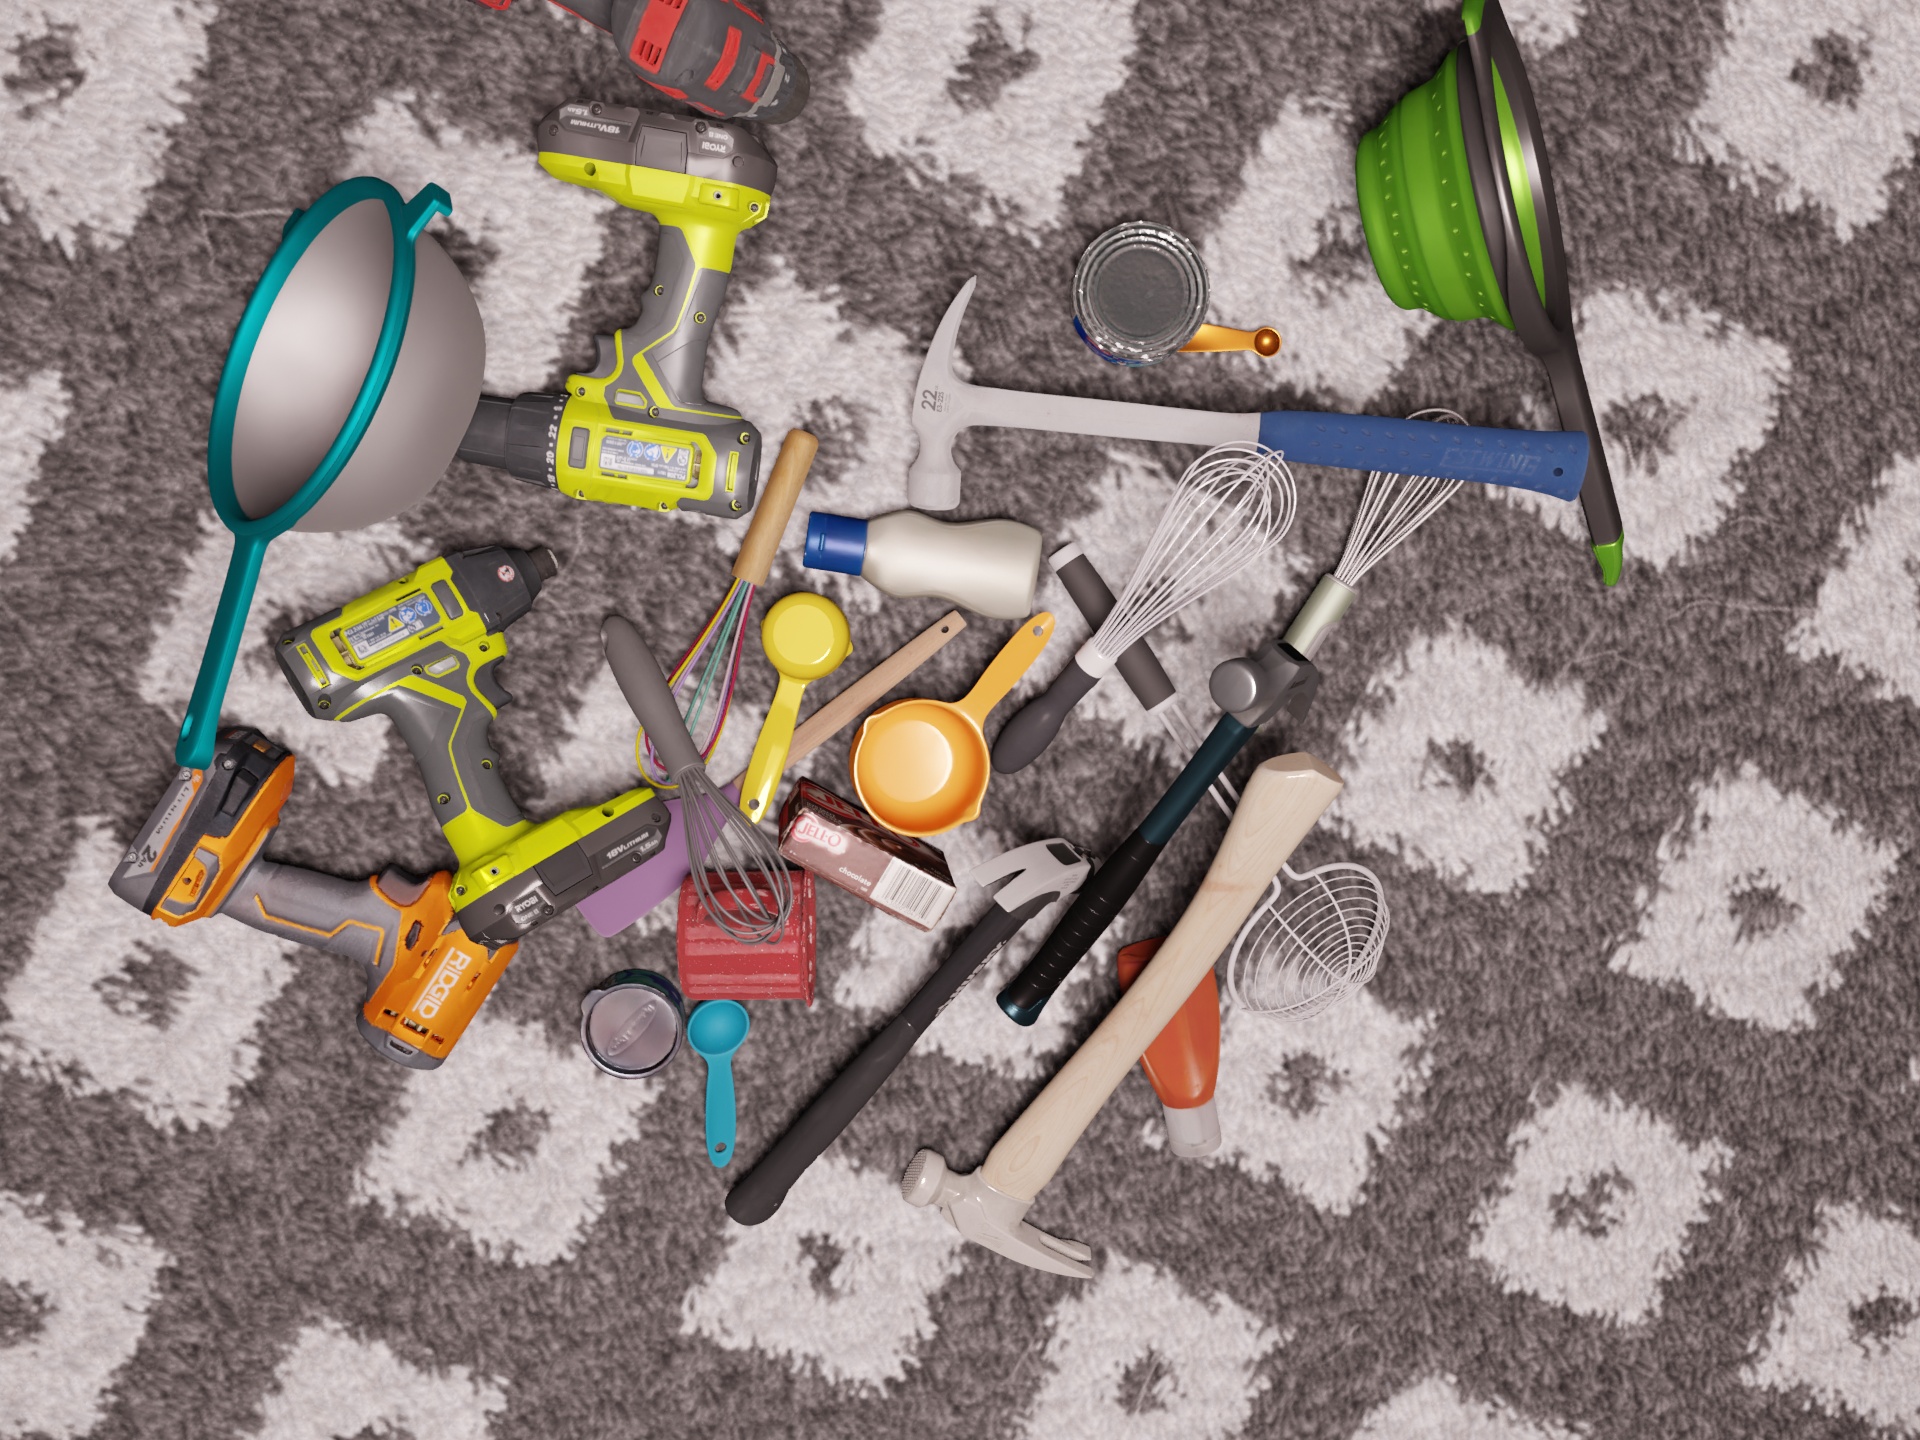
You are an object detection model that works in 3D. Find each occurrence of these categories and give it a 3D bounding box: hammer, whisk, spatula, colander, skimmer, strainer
[{"bbox_3d":[0.124,0.196,1.033,0.146,0.038,0.410,29,111,-10],"label":"hammer"},{"bbox_3d":[0.103,-0.061,0.984,0.070,0.070,0.284,34,120,-11],"label":"whisk"},{"bbox_3d":[-0.125,0.028,1.038,0.316,0.018,0.060,-37,89,1],"label":"spatula"},{"bbox_3d":[-0.146,-0.070,1.007,0.047,0.051,0.245,22,94,-4],"label":"whisk"},{"bbox_3d":[0.332,-0.249,1.000,0.094,0.205,0.396,-10,121,30],"label":"colander"},{"bbox_3d":[-0.042,0.207,1.036,0.035,0.146,0.334,45,102,19],"label":"hammer"},{"bbox_3d":[0.113,0.079,0.991,0.033,0.128,0.331,45,123,20],"label":"hammer"},{"bbox_3d":[0.172,-0.182,0.971,0.405,0.035,0.144,7,111,5],"label":"hammer"},{"bbox_3d":[-0.164,0.032,0.960,0.055,0.055,0.239,-30,69,0],"label":"whisk"},{"bbox_3d":[0.255,-0.096,1.045,0.059,0.057,0.246,36,100,24],"label":"whisk"},{"bbox_3d":[0.162,0.042,1.066,0.127,0.090,0.363,-34,91,-7],"label":"skimmer"},{"bbox_3d":[-0.352,-0.130,0.903,0.095,0.211,0.340,19,85,-45],"label":"strainer"}]

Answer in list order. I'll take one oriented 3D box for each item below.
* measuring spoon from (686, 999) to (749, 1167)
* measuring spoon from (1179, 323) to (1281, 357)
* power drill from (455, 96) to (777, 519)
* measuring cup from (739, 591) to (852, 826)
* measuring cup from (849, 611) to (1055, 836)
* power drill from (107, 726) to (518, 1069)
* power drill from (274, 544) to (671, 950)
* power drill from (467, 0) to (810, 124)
[{"bbox_3d":[-0.165,0.242,1.074,0.042,0.021,0.128,-6,110,-21],"label":"measuring spoon"},{"bbox_3d":[0.149,-0.247,1.026,0.117,0.011,0.021,3,94,-3],"label":"measuring spoon"},{"bbox_3d":[-0.206,-0.243,0.954,0.190,0.080,0.228,9,101,-2],"label":"power drill"},{"bbox_3d":[-0.113,-0.007,1.013,0.062,0.029,0.156,17,87,-1],"label":"measuring cup"},{"bbox_3d":[-0.002,-0.003,1.032,0.095,0.052,0.173,42,84,-11],"label":"measuring cup"},{"bbox_3d":[-0.382,0.097,0.993,0.226,0.084,0.164,34,92,-14],"label":"power drill"},{"bbox_3d":[-0.280,0.009,0.964,0.171,0.080,0.223,-31,91,-26],"label":"power drill"},{"bbox_3d":[-0.197,-0.407,0.895,0.227,0.188,0.080,30,107,7],"label":"power drill"}]
